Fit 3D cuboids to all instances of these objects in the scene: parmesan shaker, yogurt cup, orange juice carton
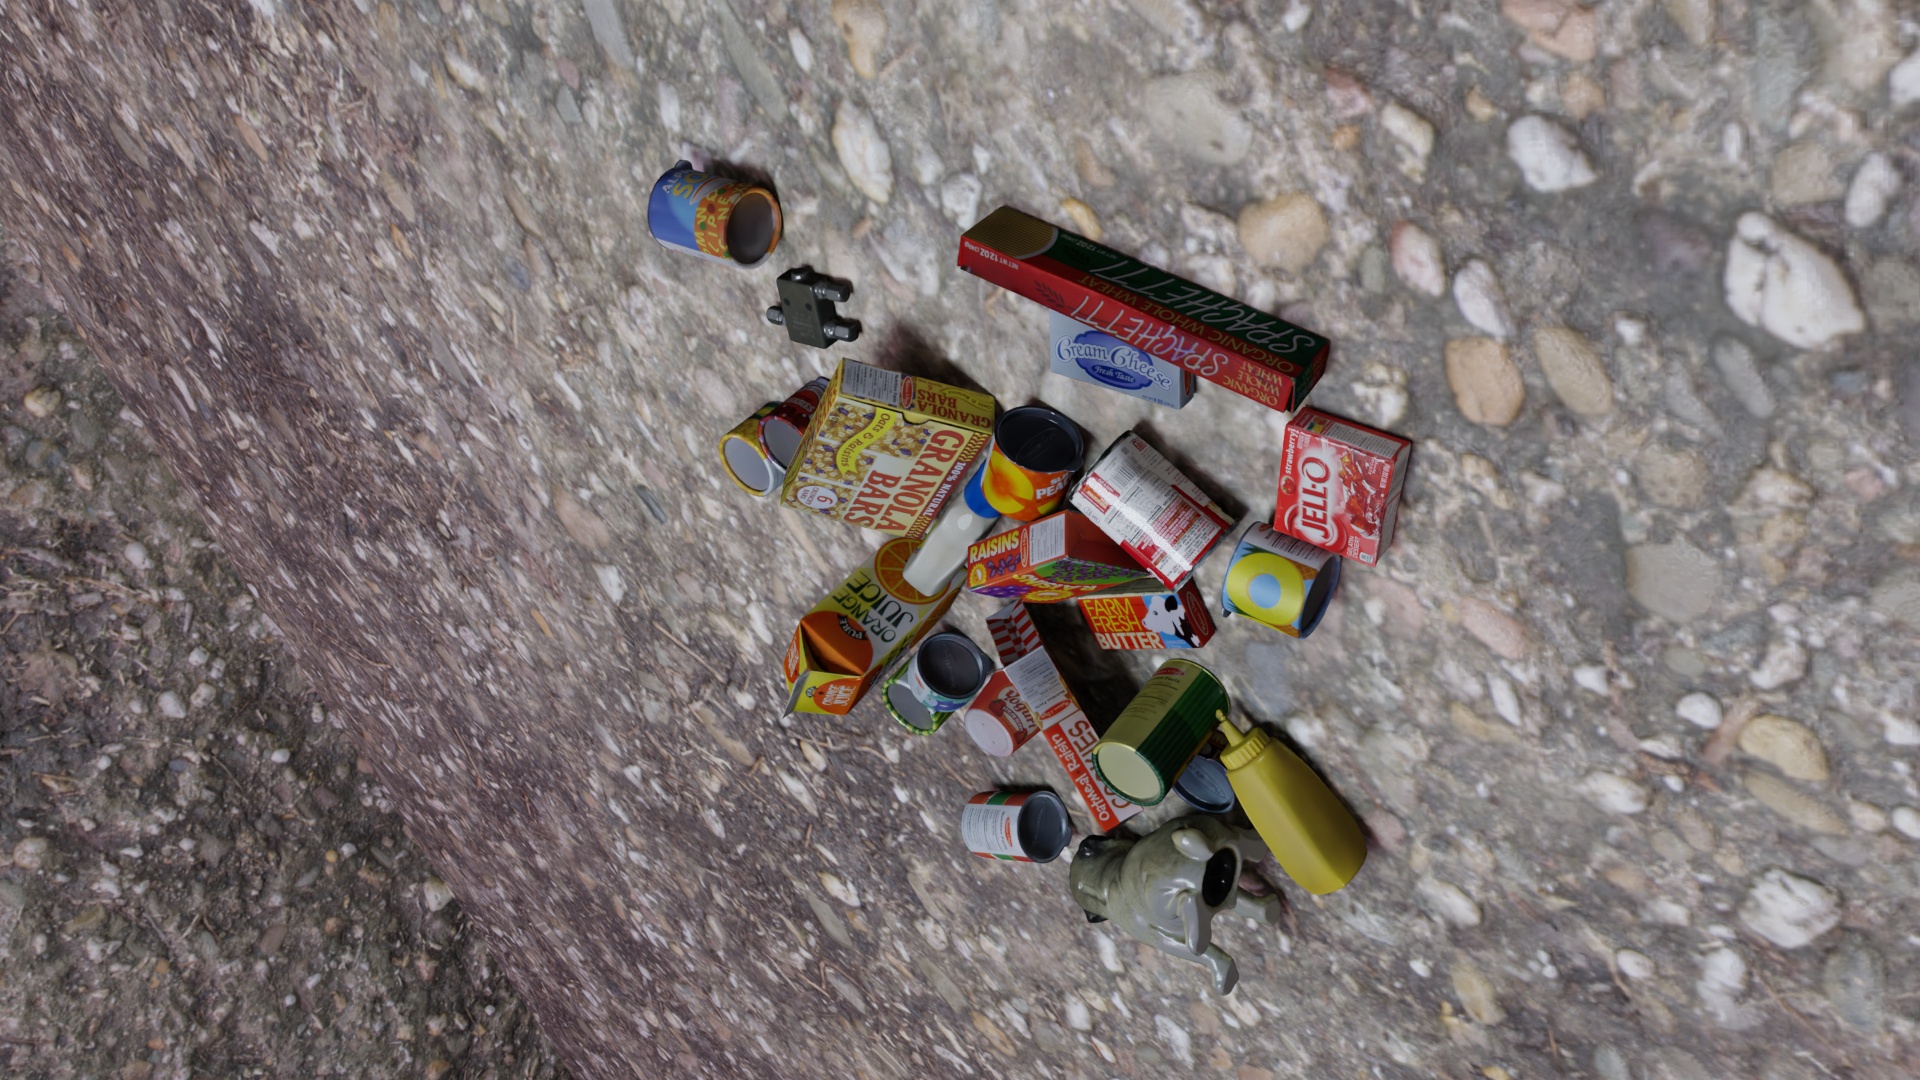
[{"bbox_3d":[0.154,0.150,1.081,0.071,0.103,0.071,26,139,26],"label":"parmesan shaker"},{"bbox_3d":[0.040,0.156,1.242,0.072,0.054,0.072,27,139,26],"label":"yogurt cup"},{"bbox_3d":[-0.083,0.076,1.173,0.073,0.194,0.071,39,142,9],"label":"orange juice carton"}]

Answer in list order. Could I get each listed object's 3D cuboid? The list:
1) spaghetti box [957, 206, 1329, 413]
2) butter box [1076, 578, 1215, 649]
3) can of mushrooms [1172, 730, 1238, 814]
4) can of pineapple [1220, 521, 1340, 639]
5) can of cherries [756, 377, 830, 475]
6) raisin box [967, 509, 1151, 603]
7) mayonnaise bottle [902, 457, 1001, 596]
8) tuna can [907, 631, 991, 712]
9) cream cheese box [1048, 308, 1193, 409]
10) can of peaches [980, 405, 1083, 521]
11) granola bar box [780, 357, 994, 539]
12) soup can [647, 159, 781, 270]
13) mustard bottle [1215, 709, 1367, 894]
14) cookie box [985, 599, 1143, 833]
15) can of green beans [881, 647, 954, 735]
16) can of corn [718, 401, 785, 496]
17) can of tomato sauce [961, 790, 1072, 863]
[{"bbox_3d":[0.113,-0.152,0.891,0.250,0.050,0.028,28,141,23],"label":"spaghetti box"},{"bbox_3d":[0.142,0.057,1.074,0.103,0.024,0.053,-6,118,47],"label":"butter box"},{"bbox_3d":[0.202,0.186,1.126,0.071,0.034,0.070,27,139,26],"label":"can of mushrooms"},{"bbox_3d":[0.216,0.029,0.939,0.058,0.071,0.070,23,137,29],"label":"can of pineapple"},{"bbox_3d":[-0.130,-0.095,1.177,0.071,0.059,0.071,26,139,26],"label":"can of cherries"},{"bbox_3d":[0.074,0.015,1.053,0.123,0.086,0.040,-20,66,51],"label":"raisin box"},{"bbox_3d":[0.004,-0.014,1.118,0.041,0.065,0.147,39,139,1],"label":"mayonnaise bottle"},{"bbox_3d":[-0.010,0.119,1.251,0.071,0.071,0.032,43,144,6],"label":"tuna can"},{"bbox_3d":[0.108,-0.128,0.939,0.104,0.024,0.053,21,135,31],"label":"cream cheese box"},{"bbox_3d":[0.053,-0.055,1.024,0.071,0.071,0.057,35,142,16],"label":"can of peaches"},{"bbox_3d":[-0.061,-0.067,1.096,0.124,0.039,0.164,13,147,-17],"label":"granola bar box"},{"bbox_3d":[-0.192,-0.255,1.087,0.084,0.072,0.071,21,136,30],"label":"soup can"},{"bbox_3d":[0.245,0.194,1.069,0.160,0.065,0.048,53,138,2],"label":"mustard bottle"},{"bbox_3d":[0.082,0.143,1.142,0.167,0.040,0.123,59,-178,-16],"label":"cookie box"},{"bbox_3d":[-0.031,0.139,1.293,0.071,0.058,0.071,26,139,26],"label":"can of green beans"},{"bbox_3d":[-0.173,-0.082,1.232,0.071,0.058,0.070,26,138,26],"label":"can of corn"},{"bbox_3d":[0.053,0.273,1.328,0.083,0.071,0.071,-11,115,49],"label":"can of tomato sauce"}]
